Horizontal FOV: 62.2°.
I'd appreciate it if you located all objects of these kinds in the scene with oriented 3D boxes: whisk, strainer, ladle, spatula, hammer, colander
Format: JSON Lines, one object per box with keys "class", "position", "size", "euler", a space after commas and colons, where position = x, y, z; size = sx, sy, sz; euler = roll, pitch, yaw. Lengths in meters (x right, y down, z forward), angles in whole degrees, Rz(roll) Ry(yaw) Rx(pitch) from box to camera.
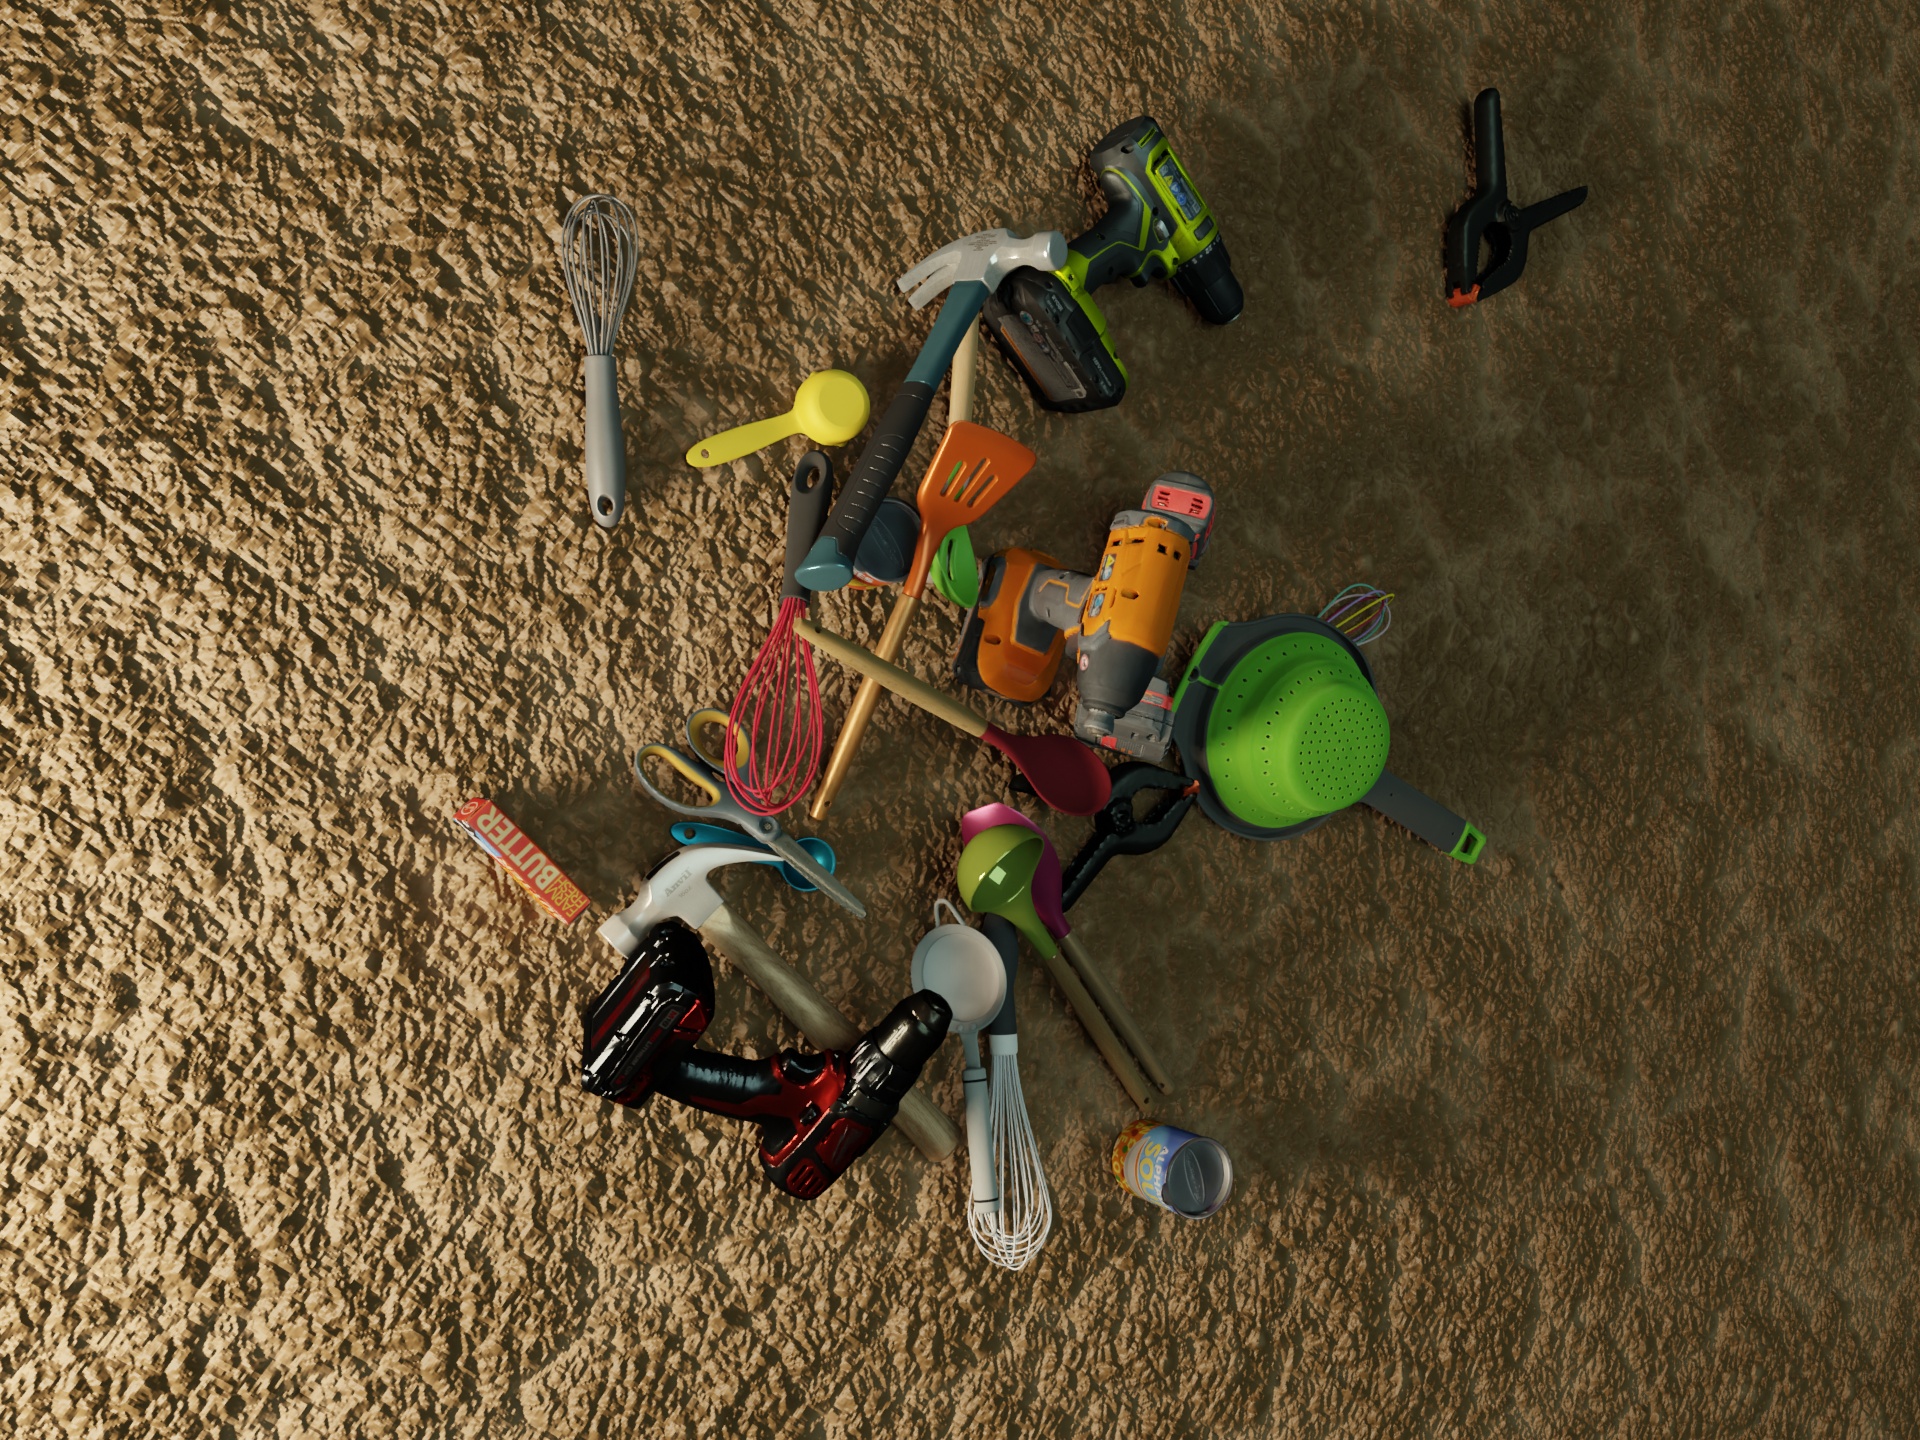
{"class": "whisk", "position": [-0.256, -0.259, 1.144], "size": [0.055, 0.055, 0.239], "euler": [-3, 94, -28]}
{"class": "strainer", "position": [0.009, 0.267, 1.237], "size": [0.050, 0.087, 0.258], "euler": [9, 73, -58]}
{"class": "whisk", "position": [0.035, 0.291, 1.270], "size": [0.070, 0.070, 0.285], "euler": [2, 82, -27]}
{"class": "ladle", "position": [-0.002, -0.004, 1.216], "size": [0.315, 0.031, 0.069], "euler": [30, 53, -33]}
{"class": "whisk", "position": [-0.125, -0.070, 1.177], "size": [0.073, 0.073, 0.296], "euler": [17, 67, -26]}
{"class": "spatula", "position": [-0.043, -0.069, 1.195], "size": [0.081, 0.041, 0.322], "euler": [18, 99, -35]}
{"class": "hammer", "position": [-0.111, 0.219, 1.200], "size": [0.130, 0.031, 0.331], "euler": [-46, 110, -11]}
{"class": "colander", "position": [0.361, 0.049, 1.407], "size": [0.396, 0.095, 0.204], "euler": [29, 88, -29]}
{"class": "hammer", "position": [-0.036, -0.239, 1.198], "size": [0.033, 0.128, 0.331], "euler": [48, 61, -47]}
{"class": "ladle", "position": [0.090, 0.210, 1.275], "size": [0.078, 0.062, 0.320], "euler": [-39, 116, -15]}
{"class": "whisk", "position": [0.299, -0.059, 1.425], "size": [0.245, 0.047, 0.051], "euler": [-29, 103, -22]}

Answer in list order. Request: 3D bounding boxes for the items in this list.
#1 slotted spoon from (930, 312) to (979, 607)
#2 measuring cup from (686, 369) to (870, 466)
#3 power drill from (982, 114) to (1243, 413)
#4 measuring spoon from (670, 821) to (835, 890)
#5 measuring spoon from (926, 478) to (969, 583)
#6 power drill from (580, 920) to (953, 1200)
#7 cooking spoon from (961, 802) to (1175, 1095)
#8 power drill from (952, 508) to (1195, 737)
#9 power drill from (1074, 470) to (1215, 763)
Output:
{"class": "slotted spoon", "position": [0.001, -0.241, 1.272], "size": [0.070, 0.031, 0.314], "euler": [24, 66, -59]}
{"class": "measuring cup", "position": [-0.136, -0.224, 1.210], "size": [0.156, 0.029, 0.062], "euler": [-27, 100, -28]}
{"class": "power drill", "position": [0.139, -0.364, 1.333], "size": [0.228, 0.080, 0.190], "euler": [-51, 119, -23]}
{"class": "measuring spoon", "position": [-0.157, 0.096, 1.199], "size": [0.128, 0.021, 0.042], "euler": [17, 94, -17]}
{"class": "measuring spoon", "position": [-0.008, -0.170, 1.282], "size": [0.034, 0.018, 0.124], "euler": [22, 78, -25]}
{"class": "power drill", "position": [-0.134, 0.231, 1.131], "size": [0.226, 0.080, 0.188], "euler": [33, 106, -24]}
{"class": "cooking spoon", "position": [0.097, 0.194, 1.307], "size": [0.318, 0.069, 0.017], "euler": [56, 28, -21]}
{"class": "power drill", "position": [0.081, -0.065, 1.206], "size": [0.084, 0.226, 0.164], "euler": [21, 79, -25]}
{"class": "power drill", "position": [0.157, -0.083, 1.305], "size": [0.078, 0.143, 0.220], "euler": [14, 82, 6]}
